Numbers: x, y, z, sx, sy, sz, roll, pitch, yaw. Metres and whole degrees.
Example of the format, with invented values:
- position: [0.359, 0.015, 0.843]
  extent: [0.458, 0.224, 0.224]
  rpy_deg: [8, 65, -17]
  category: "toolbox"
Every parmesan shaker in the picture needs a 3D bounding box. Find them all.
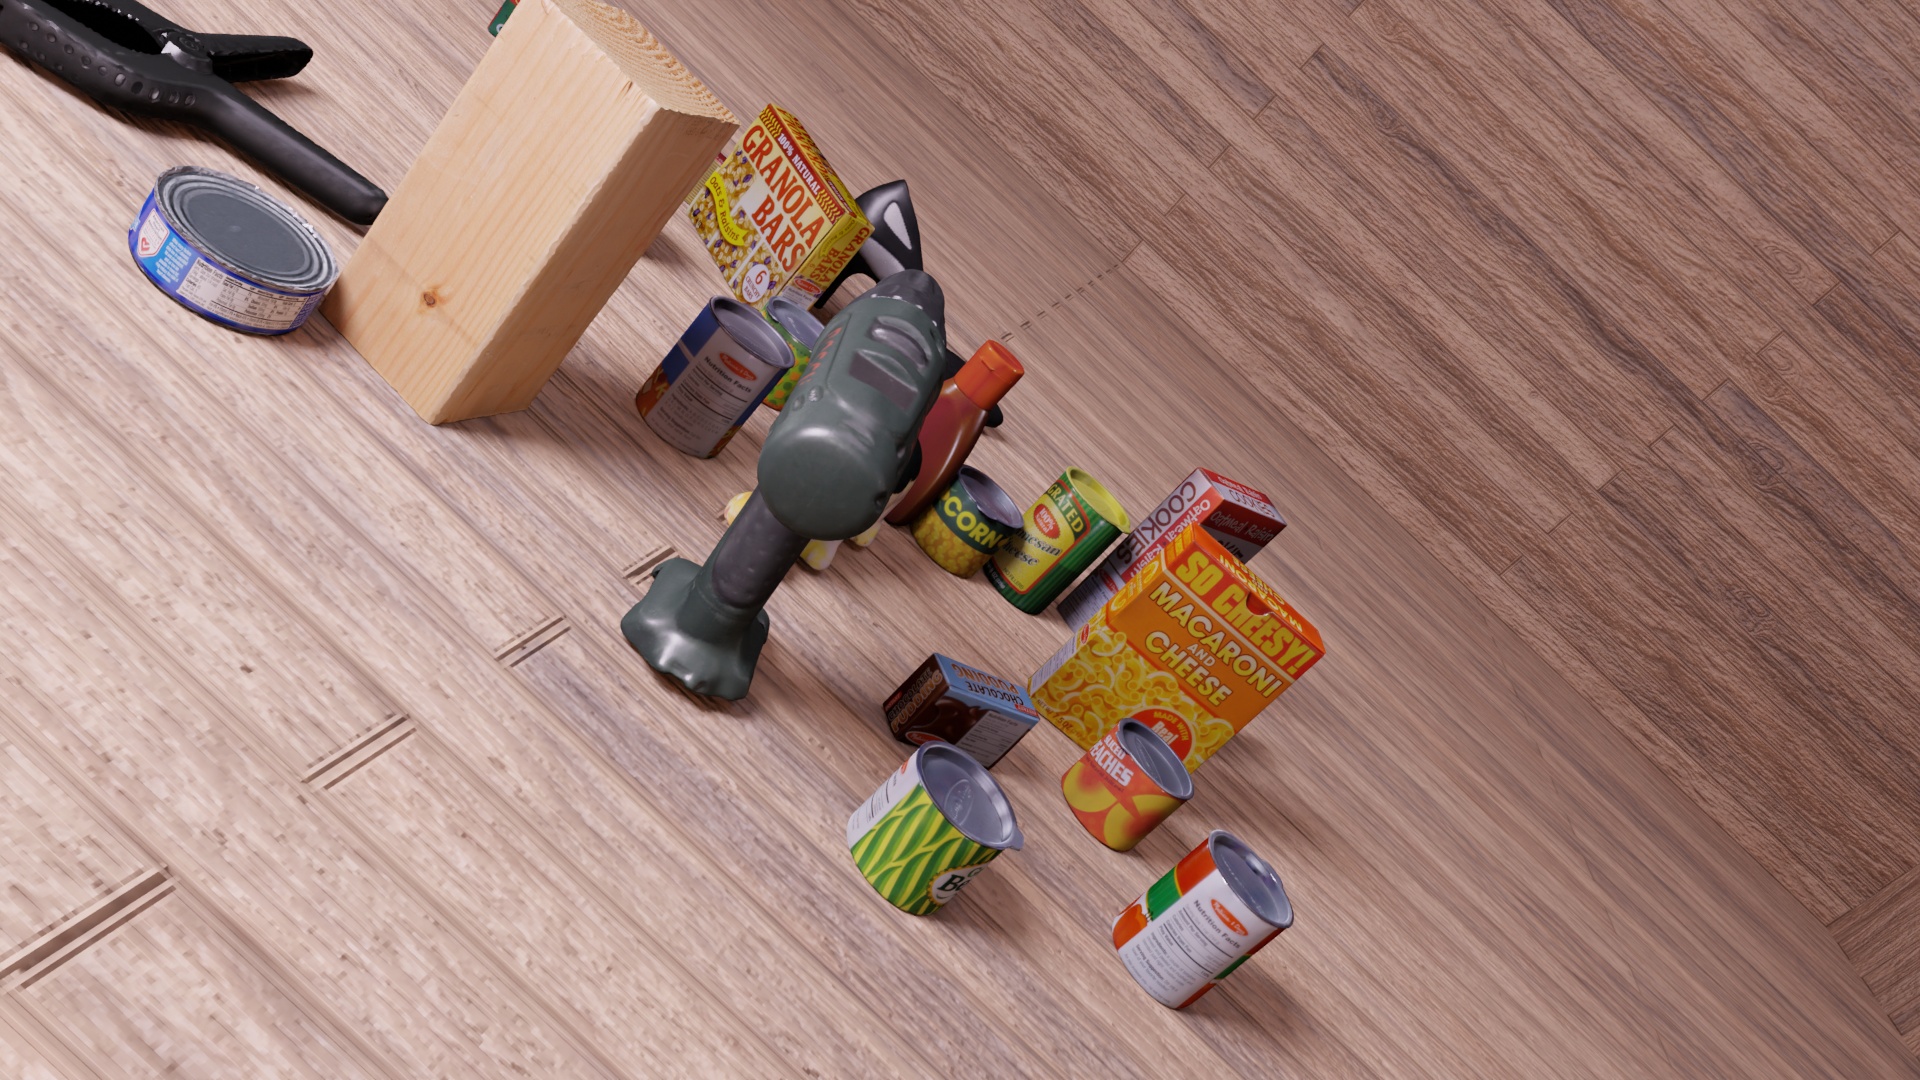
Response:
- position: [0.074, 0.003, 1.080]
  extent: [0.071, 0.102, 0.071]
  rpy_deg: [37, 21, -17]
  category: "parmesan shaker"

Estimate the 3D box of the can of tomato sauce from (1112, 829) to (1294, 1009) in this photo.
- position: [0.139, 0.219, 0.803]
  extent: [0.071, 0.083, 0.071]
  rpy_deg: [37, 21, -17]
  category: "can of tomato sauce"

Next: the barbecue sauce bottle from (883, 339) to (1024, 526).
- position: [-0.015, -0.081, 1.013]
  extent: [0.065, 0.148, 0.044]
  rpy_deg: [49, 20, 14]
  category: "barbecue sauce bottle"

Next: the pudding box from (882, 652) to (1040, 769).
- position: [0.001, 0.102, 0.824]
  extent: [0.083, 0.049, 0.030]
  rpy_deg: [25, 27, -41]
  category: "pudding box"

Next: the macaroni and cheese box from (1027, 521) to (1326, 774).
- position: [0.146, 0.088, 0.955]
  extent: [0.123, 0.166, 0.040]
  rpy_deg: [40, 20, -10]
  category: "macaroni and cheese box"

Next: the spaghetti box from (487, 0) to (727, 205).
- position: [-0.301, -0.385, 1.221]
  extent: [0.250, 0.050, 0.029]
  rpy_deg: [40, 20, -8]
  category: "spaghetti box"

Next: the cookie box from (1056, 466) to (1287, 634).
- position: [0.175, 0.019, 1.144]
  extent: [0.123, 0.167, 0.040]
  rpy_deg: [15, 34, -53]
  category: "cookie box"

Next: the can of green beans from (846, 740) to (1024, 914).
- position: [-0.015, 0.144, 0.697]
  extent: [0.071, 0.057, 0.071]
  rpy_deg: [37, 21, -17]
  category: "can of green beans"

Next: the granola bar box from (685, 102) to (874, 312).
- position: [-0.154, -0.268, 1.158]
  extent: [0.039, 0.124, 0.166]
  rpy_deg: [19, 31, -49]
  category: "granola bar box"

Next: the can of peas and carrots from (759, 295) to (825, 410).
- position: [-0.135, -0.139, 1.034]
  extent: [0.071, 0.058, 0.071]
  rpy_deg: [37, 21, -17]
  category: "can of peas and carrots"

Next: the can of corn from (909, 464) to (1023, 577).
- position: [0.004, -0.013, 1.044]
  extent: [0.071, 0.058, 0.071]
  rpy_deg: [37, 21, -17]
  category: "can of corn"

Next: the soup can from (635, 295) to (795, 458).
- position: [-0.157, -0.105, 0.888]
  extent: [0.071, 0.083, 0.071]
  rpy_deg: [37, 21, -17]
  category: "soup can"

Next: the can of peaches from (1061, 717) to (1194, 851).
- position: [0.106, 0.157, 0.898]
  extent: [0.071, 0.058, 0.071]
  rpy_deg: [37, 21, -17]
  category: "can of peaches"
